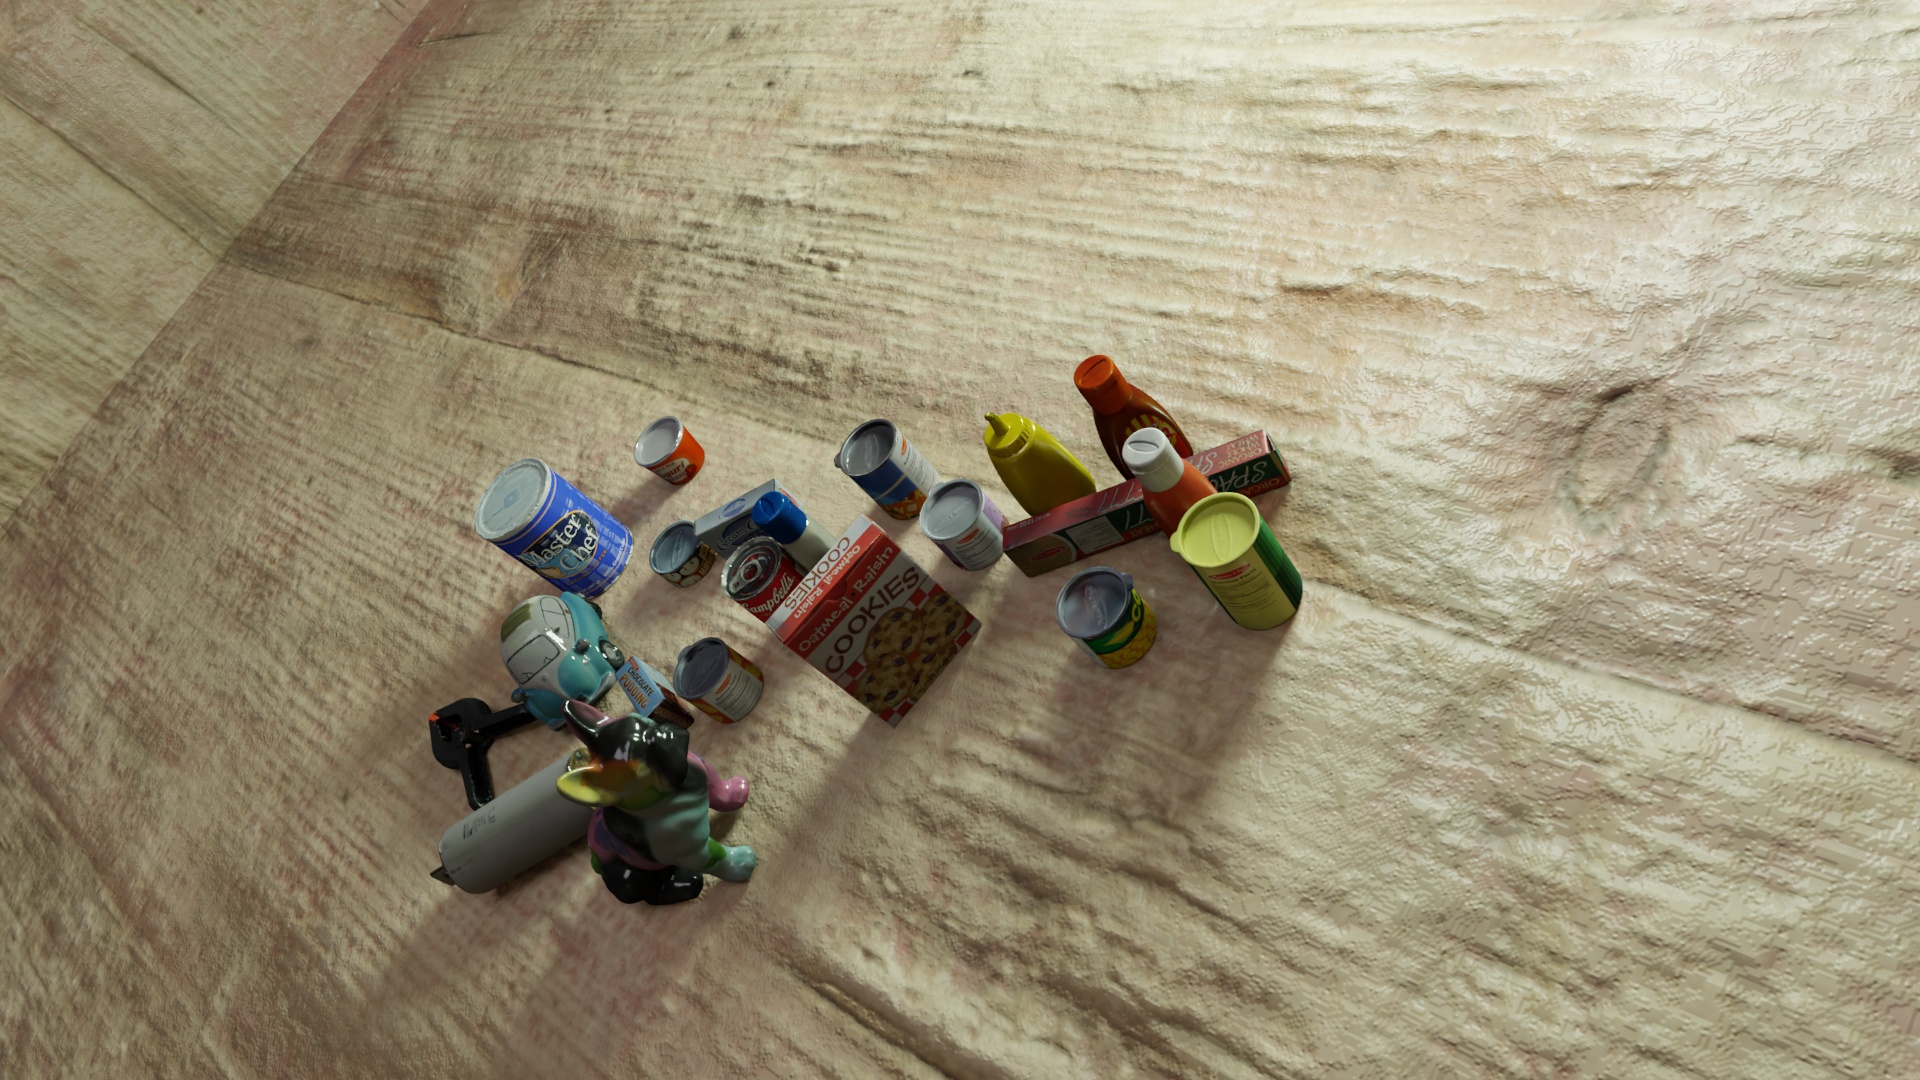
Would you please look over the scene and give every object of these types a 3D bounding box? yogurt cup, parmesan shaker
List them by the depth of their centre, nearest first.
[{"bbox_3d":[0.215,0.018,1.075,0.071,0.103,0.071,-18,51,24],"label":"parmesan shaker"},{"bbox_3d":[-0.326,-0.099,1.569,0.072,0.054,0.073,-18,50,24],"label":"yogurt cup"}]

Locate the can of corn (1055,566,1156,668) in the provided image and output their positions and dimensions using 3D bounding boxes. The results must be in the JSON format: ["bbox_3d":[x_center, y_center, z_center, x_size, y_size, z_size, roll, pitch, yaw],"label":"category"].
[{"bbox_3d":[0.122,0.063,1.139,0.071,0.058,0.071,-18,50,24],"label":"can of corn"}]

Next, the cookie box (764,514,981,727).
[{"bbox_3d":[-0.070,0.072,1.188,0.123,0.167,0.040,-49,45,-5],"label":"cookie box"}]

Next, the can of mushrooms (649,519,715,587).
[{"bbox_3d":[-0.294,0.014,1.479,0.071,0.033,0.071,-18,50,23],"label":"can of mushrooms"}]

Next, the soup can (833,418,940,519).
[{"bbox_3d":[-0.070,-0.067,1.348,0.071,0.083,0.072,-18,51,24],"label":"soup can"}]

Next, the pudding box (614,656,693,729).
[{"bbox_3d":[-0.303,0.155,1.372,0.030,0.049,0.084,-46,45,-2],"label":"pudding box"}]

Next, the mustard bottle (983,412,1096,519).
[{"bbox_3d":[0.061,-0.069,1.204,0.065,0.160,0.049,-48,45,-3],"label":"mustard bottle"}]

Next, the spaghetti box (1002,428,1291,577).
[{"bbox_3d":[0.156,-0.029,1.188,0.249,0.050,0.029,-21,50,21],"label":"spaghetti box"}]

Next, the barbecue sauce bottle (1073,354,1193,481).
[{"bbox_3d":[0.143,-0.100,1.178,0.065,0.148,0.044,-43,45,1],"label":"barbecue sauce bottle"}]

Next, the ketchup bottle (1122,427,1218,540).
[{"bbox_3d":[0.175,-0.034,1.108,0.065,0.148,0.044,11,67,40],"label":"ketchup bottle"}]

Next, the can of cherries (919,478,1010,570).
[{"bbox_3d":[0.005,-0.016,1.277,0.071,0.058,0.072,-18,50,24],"label":"can of cherries"}]

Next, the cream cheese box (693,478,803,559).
[{"bbox_3d":[-0.219,-0.021,1.438,0.103,0.053,0.024,-26,48,17],"label":"cream cheese box"}]

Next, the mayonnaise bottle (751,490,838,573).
[{"bbox_3d":[-0.137,0.007,1.295,0.041,0.147,0.065,-42,45,2],"label":"mayonnaise bottle"}]

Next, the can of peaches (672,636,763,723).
[{"bbox_3d":[-0.233,0.134,1.333,0.071,0.058,0.071,-18,50,24],"label":"can of peaches"}]
